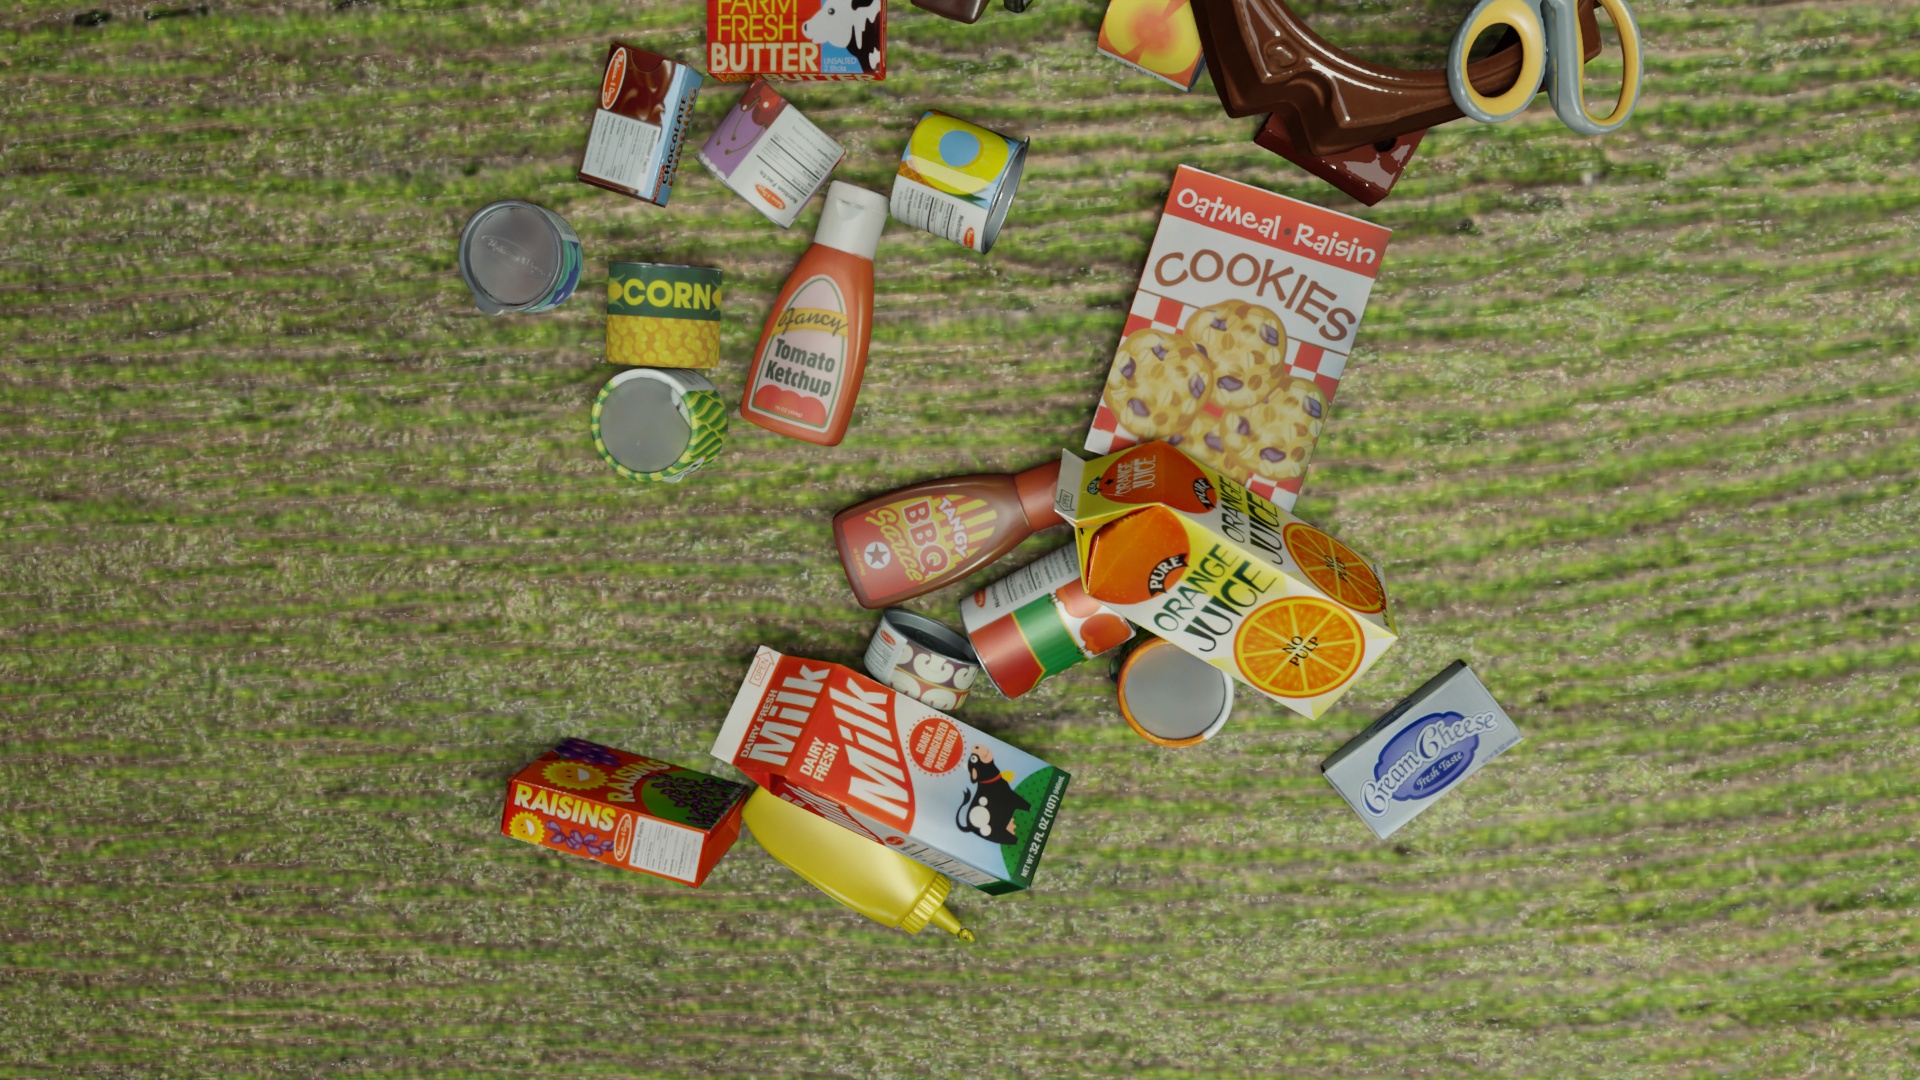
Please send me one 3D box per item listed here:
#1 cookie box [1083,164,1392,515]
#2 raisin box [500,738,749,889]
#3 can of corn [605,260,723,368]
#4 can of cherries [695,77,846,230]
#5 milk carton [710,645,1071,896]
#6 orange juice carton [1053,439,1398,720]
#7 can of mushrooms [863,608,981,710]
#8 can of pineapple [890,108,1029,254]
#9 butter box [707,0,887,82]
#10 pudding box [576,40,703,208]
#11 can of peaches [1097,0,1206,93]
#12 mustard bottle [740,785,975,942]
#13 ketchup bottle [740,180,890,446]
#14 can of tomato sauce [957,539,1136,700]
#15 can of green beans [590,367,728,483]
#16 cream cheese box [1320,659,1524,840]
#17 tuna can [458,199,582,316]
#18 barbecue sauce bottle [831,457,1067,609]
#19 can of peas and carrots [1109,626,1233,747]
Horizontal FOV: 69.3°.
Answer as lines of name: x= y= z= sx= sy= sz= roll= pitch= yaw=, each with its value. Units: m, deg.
cookie box: x=0.155 y=-0.114 z=0.787 sx=0.123 sy=0.040 sz=0.167 roll=19 pitch=100 yaw=5
raisin box: x=-0.201 y=0.162 z=0.841 sx=0.123 sy=0.086 sz=0.040 roll=14 pitch=100 yaw=6
can of corn: x=-0.173 y=-0.131 z=0.811 sx=0.071 sy=0.071 sz=0.058 roll=5 pitch=98 yaw=7
can of cherries: x=-0.109 y=-0.223 z=0.796 sx=0.071 sy=0.071 sz=0.058 roll=40 pitch=100 yaw=1
milk carton: x=-0.042 y=0.131 z=0.796 sx=0.190 sy=0.073 sz=0.072 roll=25 pitch=68 yaw=-6
orange juice carton: x=0.135 y=0.012 z=0.758 sx=0.193 sy=0.072 sz=0.072 roll=29 pitch=122 yaw=-10
can of mushrooms: x=-0.020 y=0.071 z=0.818 sx=0.071 sy=0.071 sz=0.033 roll=26 pitch=100 yaw=4
can of pineapple: x=0.000 y=-0.204 z=0.784 sx=0.058 sy=0.071 sz=0.071 roll=22 pitch=99 yaw=4
butter box: x=-0.095 y=-0.295 z=0.806 sx=0.103 sy=0.024 sz=0.053 roll=1 pitch=96 yaw=7
pudding box: x=-0.189 y=-0.245 z=0.820 sx=0.050 sy=0.030 sz=0.083 roll=18 pitch=98 yaw=6
can of peaches: x=0.114 y=-0.289 z=0.757 sx=0.058 sy=0.071 sz=0.071 roll=25 pitch=99 yaw=5
mustard bottle: x=-0.056 y=0.194 z=0.844 sx=0.160 sy=0.049 sz=0.065 roll=39 pitch=95 yaw=1
ketchup bottle: x=-0.079 y=-0.133 z=0.813 sx=0.065 sy=0.043 sz=0.148 roll=18 pitch=98 yaw=5
can of tomato sauce: x=0.051 y=0.046 z=0.806 sx=0.083 sy=0.071 sz=0.071 roll=-28 pitch=93 yaw=9
can of green beans: x=-0.178 y=-0.069 z=0.825 sx=0.071 sy=0.058 sz=0.071 roll=1 pitch=97 yaw=7
cream cheese box: x=0.267 y=0.122 z=0.807 sx=0.103 sy=0.024 sz=0.053 roll=-40 pitch=90 yaw=10
tuna can: x=-0.265 y=-0.168 z=0.837 sx=0.071 sy=0.033 sz=0.071 roll=1 pitch=97 yaw=7
barbecue sauce bottle: x=0.003 y=-0.010 z=0.816 sx=0.148 sy=0.044 sz=0.065 roll=-19 pitch=92 yaw=9
can of peas and carrots: x=0.121 y=0.081 z=0.804 sx=0.071 sy=0.059 sz=0.071 roll=1 pitch=96 yaw=7
